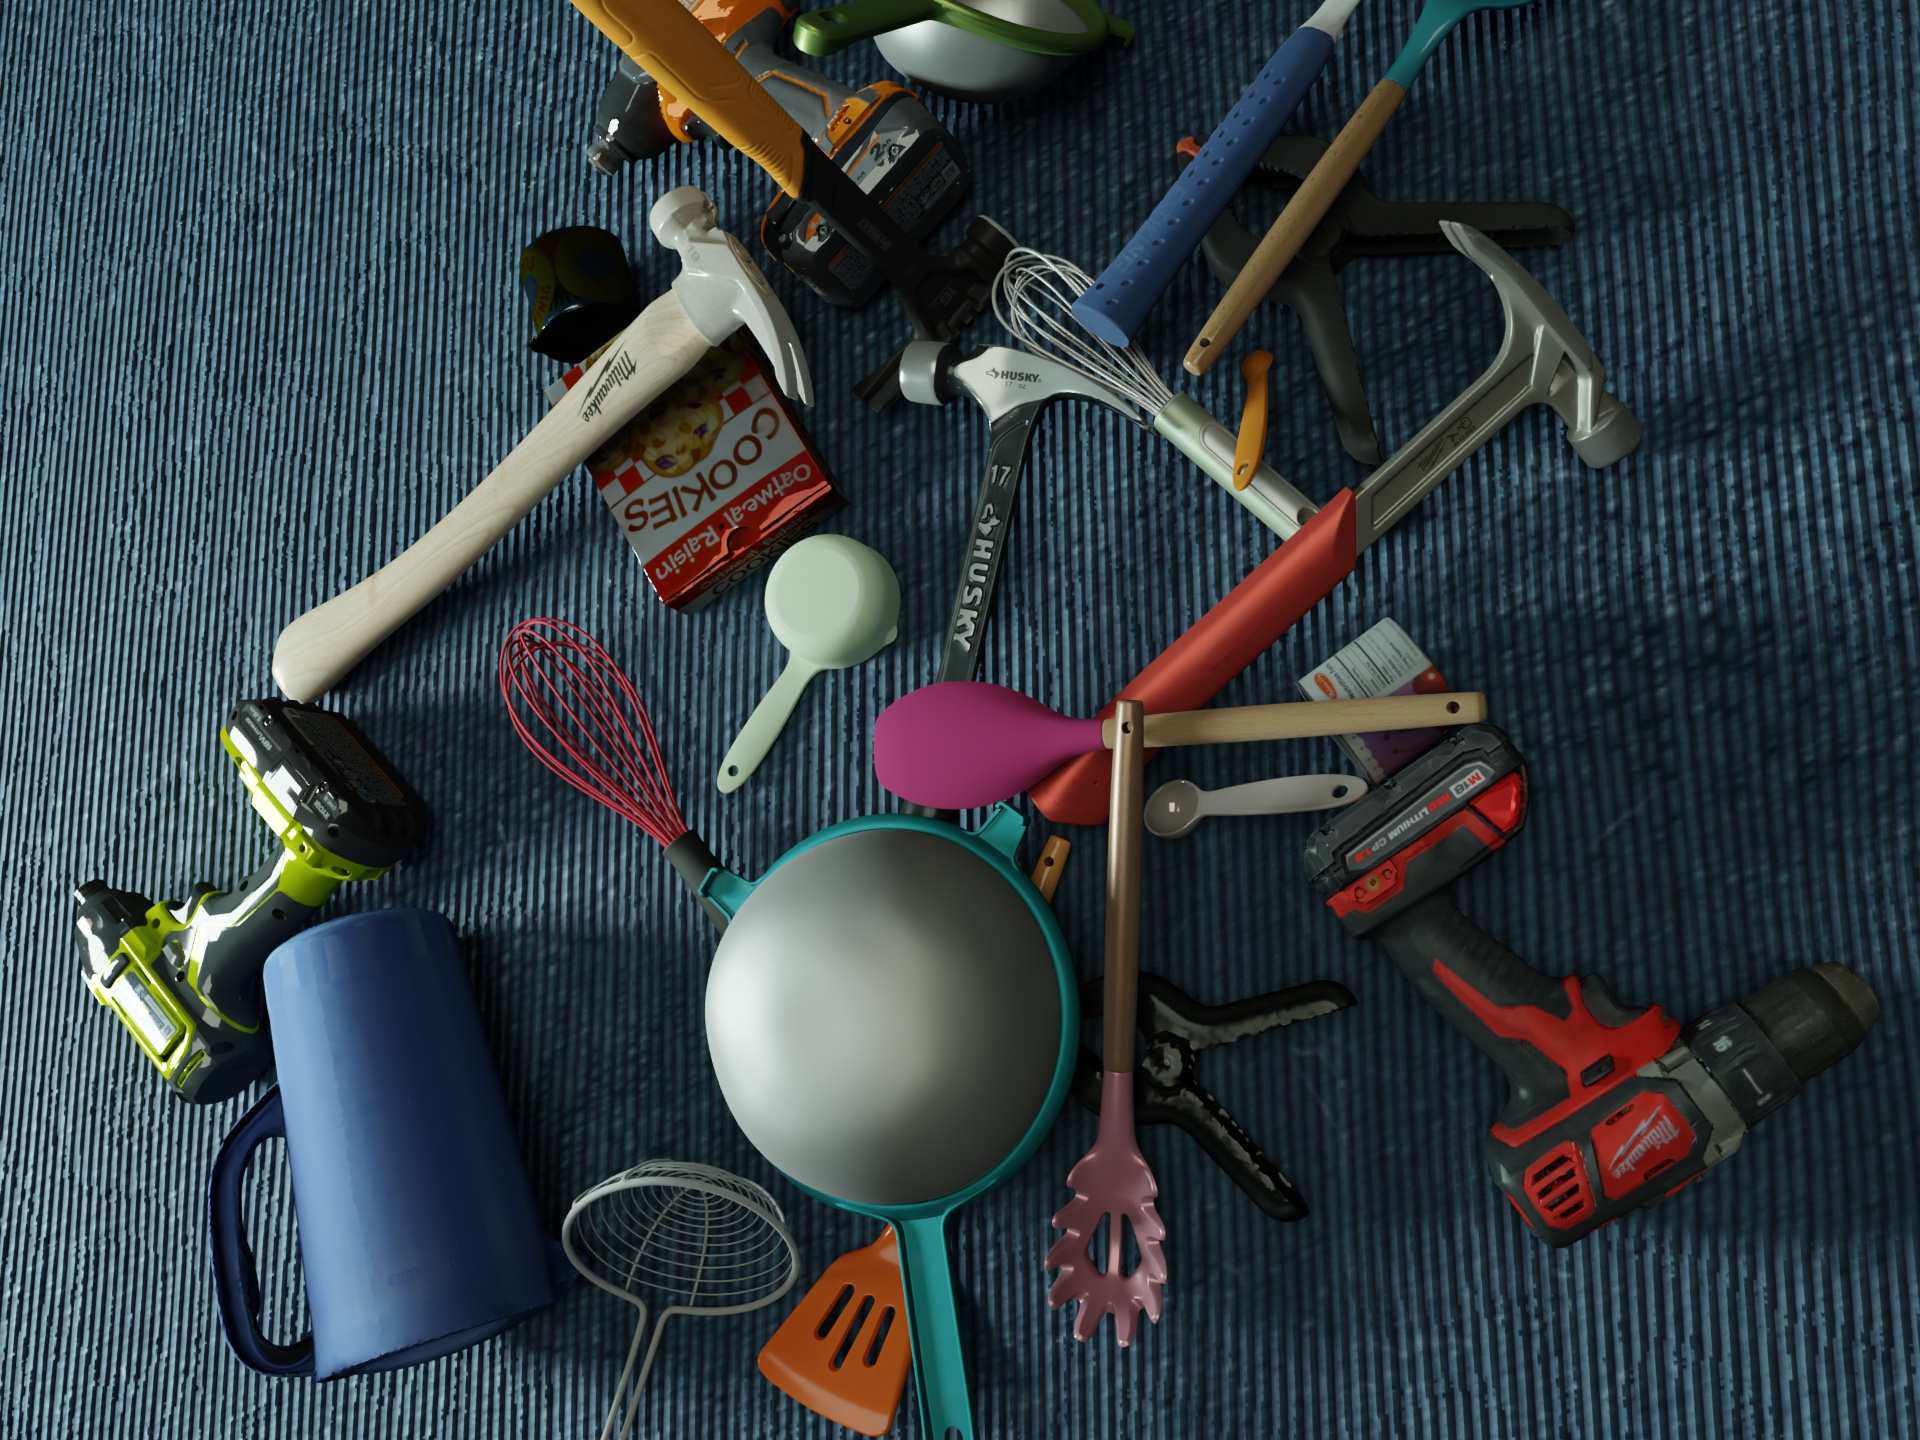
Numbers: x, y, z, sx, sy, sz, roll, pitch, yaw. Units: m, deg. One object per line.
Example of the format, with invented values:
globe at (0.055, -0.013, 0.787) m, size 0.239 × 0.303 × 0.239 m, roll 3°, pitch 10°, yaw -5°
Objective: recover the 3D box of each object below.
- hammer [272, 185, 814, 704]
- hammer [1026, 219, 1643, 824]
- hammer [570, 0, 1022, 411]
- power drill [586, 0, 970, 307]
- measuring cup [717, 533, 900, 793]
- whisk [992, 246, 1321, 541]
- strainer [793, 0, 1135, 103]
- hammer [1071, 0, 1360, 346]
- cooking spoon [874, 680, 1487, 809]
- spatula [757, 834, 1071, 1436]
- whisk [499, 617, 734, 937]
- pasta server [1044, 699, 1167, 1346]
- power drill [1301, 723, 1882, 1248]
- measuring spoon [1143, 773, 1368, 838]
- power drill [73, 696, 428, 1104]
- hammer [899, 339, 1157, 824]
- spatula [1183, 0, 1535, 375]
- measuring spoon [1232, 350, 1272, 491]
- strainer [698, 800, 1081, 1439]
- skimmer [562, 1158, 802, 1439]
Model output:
hammer at (-0.267, -0.129, 0.953) m, size 0.410 × 0.038 × 0.146 m, roll -37°, pitch 75°, yaw 19°
hammer at (0.167, -0.080, 0.819) m, size 0.359 × 0.037 × 0.149 m, roll -43°, pitch 105°, yaw 11°
hammer at (-0.104, -0.294, 0.815) m, size 0.127 × 0.336 × 0.034 m, roll -49°, pitch 46°, yaw 7°
power drill at (-0.121, -0.350, 0.956) m, size 0.164 × 0.084 × 0.227 m, roll -46°, pitch 67°, yaw 7°
measuring cup at (-0.100, -0.032, 0.916) m, size 0.083 × 0.038 × 0.167 m, roll 32°, pitch 89°, yaw 19°
whisk at (0.110, -0.176, 0.873) m, size 0.058 × 0.059 × 0.246 m, roll -40°, pitch 75°, yaw -20°
strainer at (-0.021, -0.369, 0.869) m, size 0.151 × 0.256 × 0.069 m, roll 33°, pitch 131°, yaw 10°
hammer at (0.197, -0.368, 0.837) m, size 0.405 × 0.035 × 0.144 m, roll -54°, pitch 44°, yaw -1°
cooking spoon at (0.098, 0.005, 0.800) m, size 0.319 × 0.017 × 0.069 m, roll -5°, pitch 84°, yaw 23°
spatula at (-0.009, 0.212, 0.849) m, size 0.081 × 0.041 × 0.322 m, roll 21°, pitch 87°, yaw 20°
whisk at (-0.174, 0.055, 0.919) m, size 0.073 × 0.073 × 0.296 m, roll -42°, pitch 78°, yaw 7°
pasta server at (0.078, 0.148, 0.789) m, size 0.060 × 0.040 × 0.316 m, roll 2°, pitch 94°, yaw 14°
power drill at (0.291, 0.110, 0.755) m, size 0.188 × 0.080 × 0.227 m, roll -36°, pitch 76°, yaw 9°
measuring spoon at (0.153, 0.044, 0.821) m, size 0.124 × 0.018 × 0.034 m, roll -9°, pitch 52°, yaw 34°
power drill at (-0.452, 0.101, 0.988) m, size 0.171 × 0.080 × 0.223 m, roll 43°, pitch 98°, yaw 19°
hammer at (-0.001, -0.003, 0.871) m, size 0.149 × 0.036 × 0.409 m, roll 12°, pitch 89°, yaw 24°
spatula at (0.216, -0.306, 0.841) m, size 0.082 × 0.044 × 0.317 m, roll 35°, pitch 86°, yaw 20°
measuring spoon at (0.151, -0.160, 0.838) m, size 0.021 × 0.011 × 0.117 m, roll -38°, pitch 27°, yaw 42°
strainer at (-0.042, 0.211, 0.789) m, size 0.211 × 0.095 × 0.340 m, roll -14°, pitch 77°, yaw 19°
skimmer at (-0.190, 0.405, 0.848) m, size 0.127 × 0.090 × 0.363 m, roll 18°, pitch 89°, yaw -10°
